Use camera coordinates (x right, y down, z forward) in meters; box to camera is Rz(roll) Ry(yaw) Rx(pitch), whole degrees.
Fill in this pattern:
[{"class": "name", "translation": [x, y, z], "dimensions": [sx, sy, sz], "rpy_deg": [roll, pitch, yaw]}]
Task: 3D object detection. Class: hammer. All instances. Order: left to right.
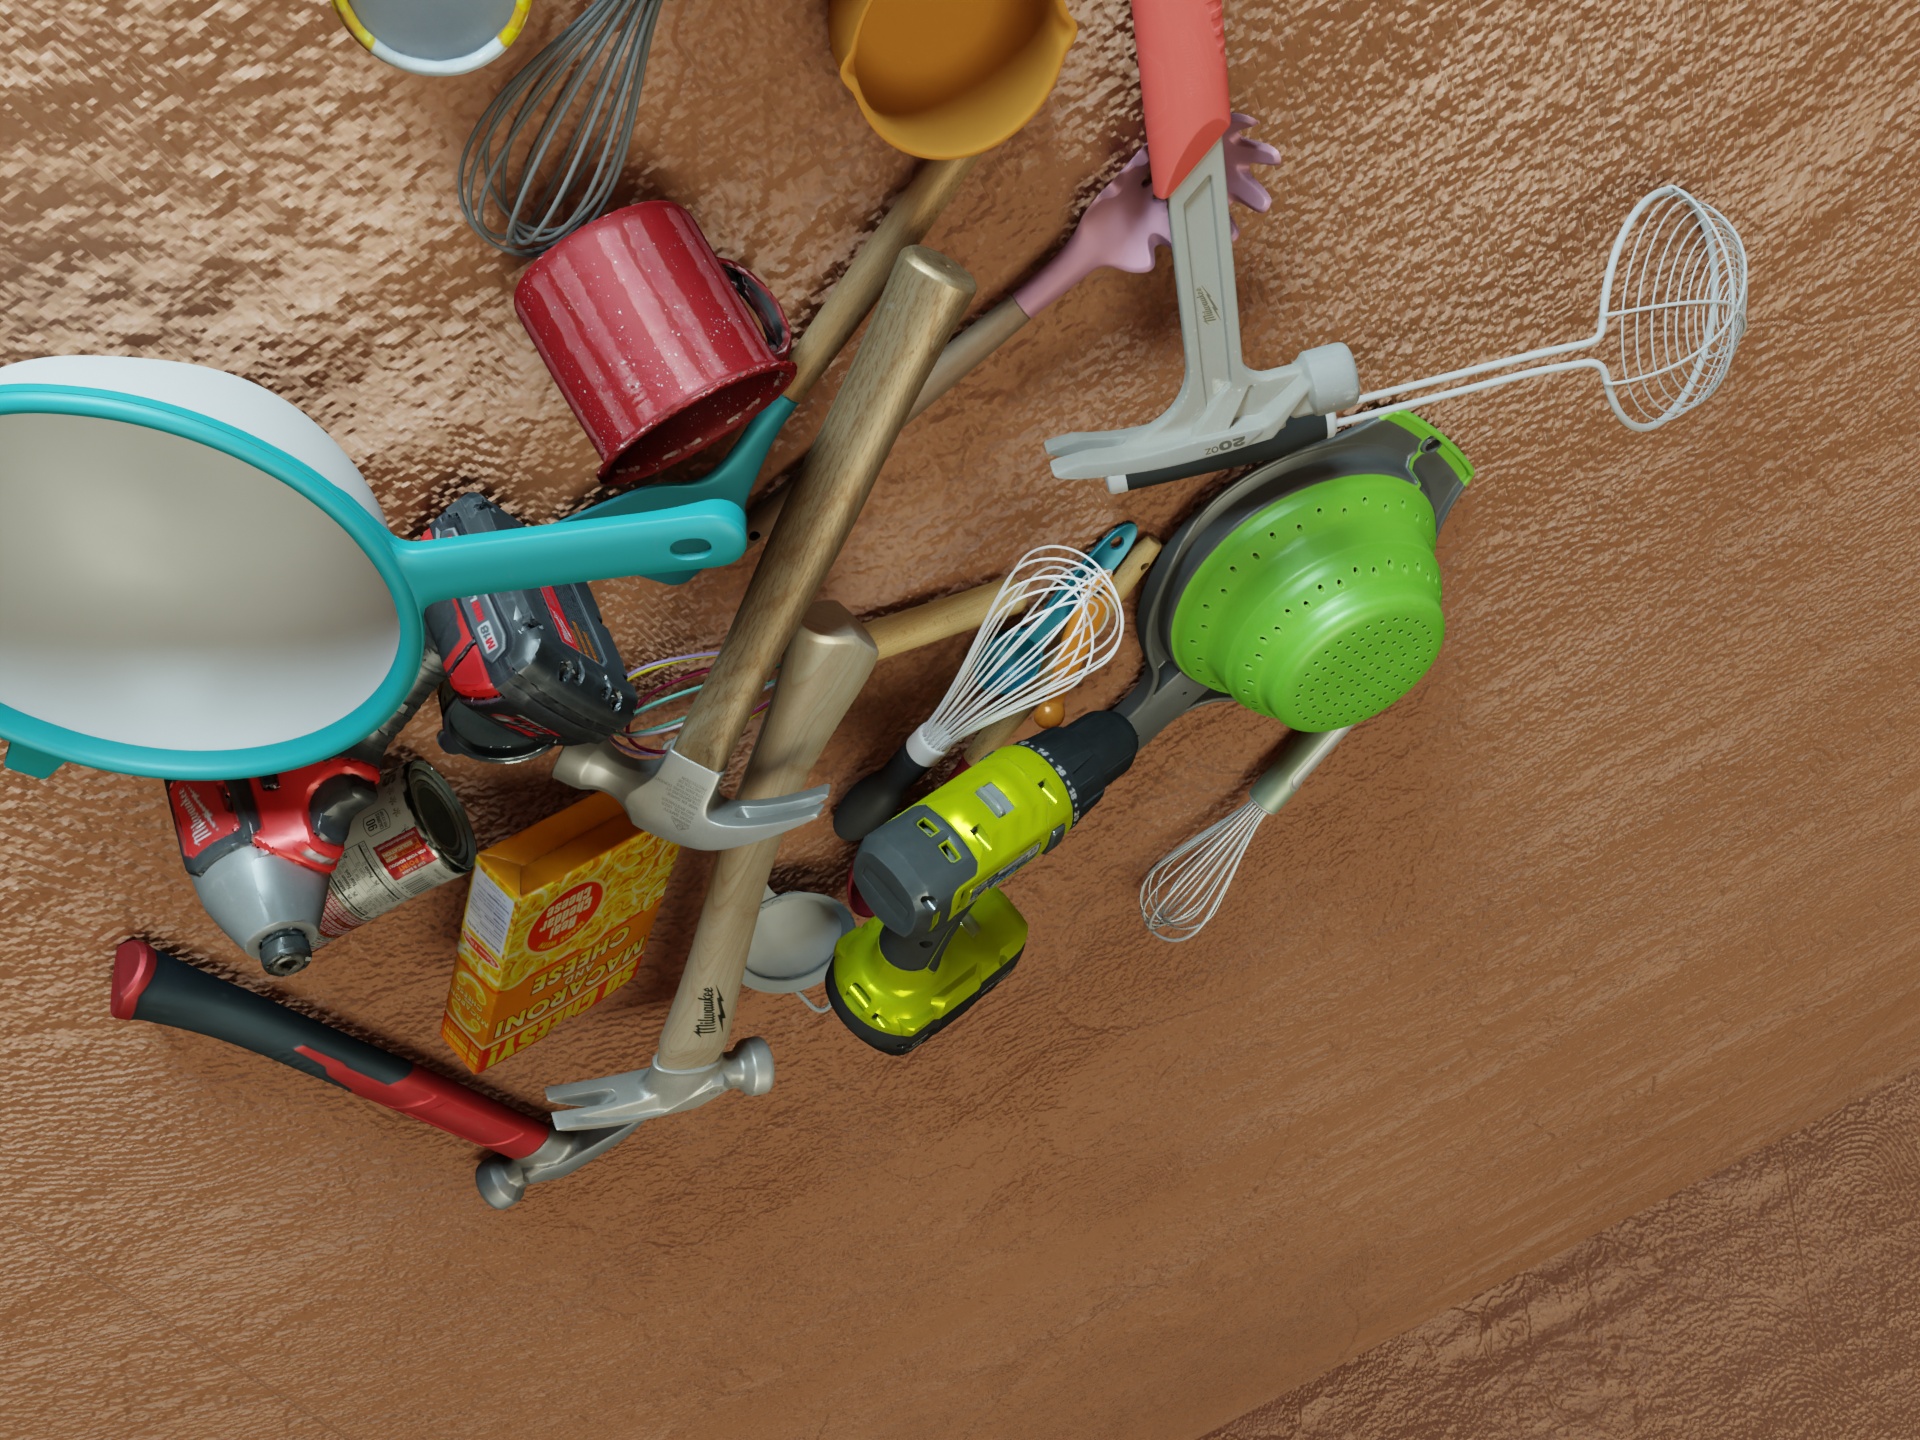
[{"class": "hammer", "translation": [-0.354, 0.215, 1.000], "dimensions": [0.143, 0.038, 0.385], "rpy_deg": [-33, 141, 8]}, {"class": "hammer", "translation": [-0.136, 0.099, 0.909], "dimensions": [0.146, 0.038, 0.410], "rpy_deg": [-5, 136, -31]}, {"class": "hammer", "translation": [-0.078, -0.066, 0.742], "dimensions": [0.130, 0.031, 0.331], "rpy_deg": [27, 121, -7]}, {"class": "hammer", "translation": [0.081, -0.262, 0.646], "dimensions": [0.149, 0.037, 0.358], "rpy_deg": [-14, 132, 2]}]

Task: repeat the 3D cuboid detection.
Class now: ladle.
[{"class": "ladle", "translation": [0.022, 0.008, 0.972], "dimensions": [0.069, 0.031, 0.315], "rpy_deg": [6, 131, -47]}]

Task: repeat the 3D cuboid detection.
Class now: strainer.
[{"class": "strainer", "translation": [-0.256, -0.082, 0.636], "dimensions": [0.340, 0.095, 0.210], "rpy_deg": [-7, 141, -1]}, {"class": "strainer", "translation": [-0.129, 0.093, 0.980], "dimensions": [0.087, 0.050, 0.258], "rpy_deg": [-23, 136, -2]}]

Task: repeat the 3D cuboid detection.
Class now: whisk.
[{"class": "whisk", "translation": [-0.116, -0.270, 0.573], "dimensions": [0.055, 0.055, 0.239], "rpy_deg": [16, 122, -39]}, {"class": "whisk", "translation": [-0.077, -0.029, 0.865], "dimensions": [0.245, 0.047, 0.051], "rpy_deg": [-19, 155, -13]}, {"class": "whisk", "translation": [-0.002, -0.004, 0.900], "dimensions": [0.070, 0.070, 0.284], "rpy_deg": [7, 146, -33]}, {"class": "whisk", "translation": [0.208, 0.064, 1.118], "dimensions": [0.057, 0.059, 0.246], "rpy_deg": [7, 128, -50]}]

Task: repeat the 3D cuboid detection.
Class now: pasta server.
[{"class": "pasta server", "translation": [0.009, -0.174, 0.749], "dimensions": [0.316, 0.040, 0.060], "rpy_deg": [-37, 127, 16]}]

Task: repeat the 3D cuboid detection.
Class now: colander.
[{"class": "colander", "translation": [0.161, -0.008, 0.968], "dimensions": [0.204, 0.095, 0.397], "rpy_deg": [21, 124, -45]}]

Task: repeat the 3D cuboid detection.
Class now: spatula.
[{"class": "spatula", "translation": [-0.069, -0.175, 0.720], "dimensions": [0.082, 0.044, 0.317], "rpy_deg": [21, 118, -43]}]

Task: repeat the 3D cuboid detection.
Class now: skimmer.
[{"class": "skimmer", "translation": [0.251, -0.187, 0.862], "dimensions": [0.363, 0.090, 0.127], "rpy_deg": [-14, 117, 4]}]

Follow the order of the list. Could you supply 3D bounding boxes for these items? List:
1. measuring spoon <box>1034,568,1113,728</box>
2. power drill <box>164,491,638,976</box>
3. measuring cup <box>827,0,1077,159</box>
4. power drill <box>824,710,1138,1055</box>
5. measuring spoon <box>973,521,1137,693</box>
[{"class": "measuring spoon", "translation": [0.067, -0.038, 0.922], "dimensions": [0.021, 0.011, 0.116], "rpy_deg": [-2, 132, -26]}, {"class": "power drill", "translation": [-0.266, 0.011, 0.731], "dimensions": [0.219, 0.143, 0.078], "rpy_deg": [-35, 150, 9]}, {"class": "measuring cup", "translation": [-0.009, -0.299, 0.587], "dimensions": [0.095, 0.052, 0.173], "rpy_deg": [-16, 139, -11]}, {"class": "power drill", "translation": [0.010, 0.094, 0.954], "dimensions": [0.190, 0.080, 0.228], "rpy_deg": [-32, 159, -32]}, {"class": "measuring spoon", "translation": [0.053, -0.069, 0.914], "dimensions": [0.128, 0.021, 0.042], "rpy_deg": [-48, 132, 13]}]
